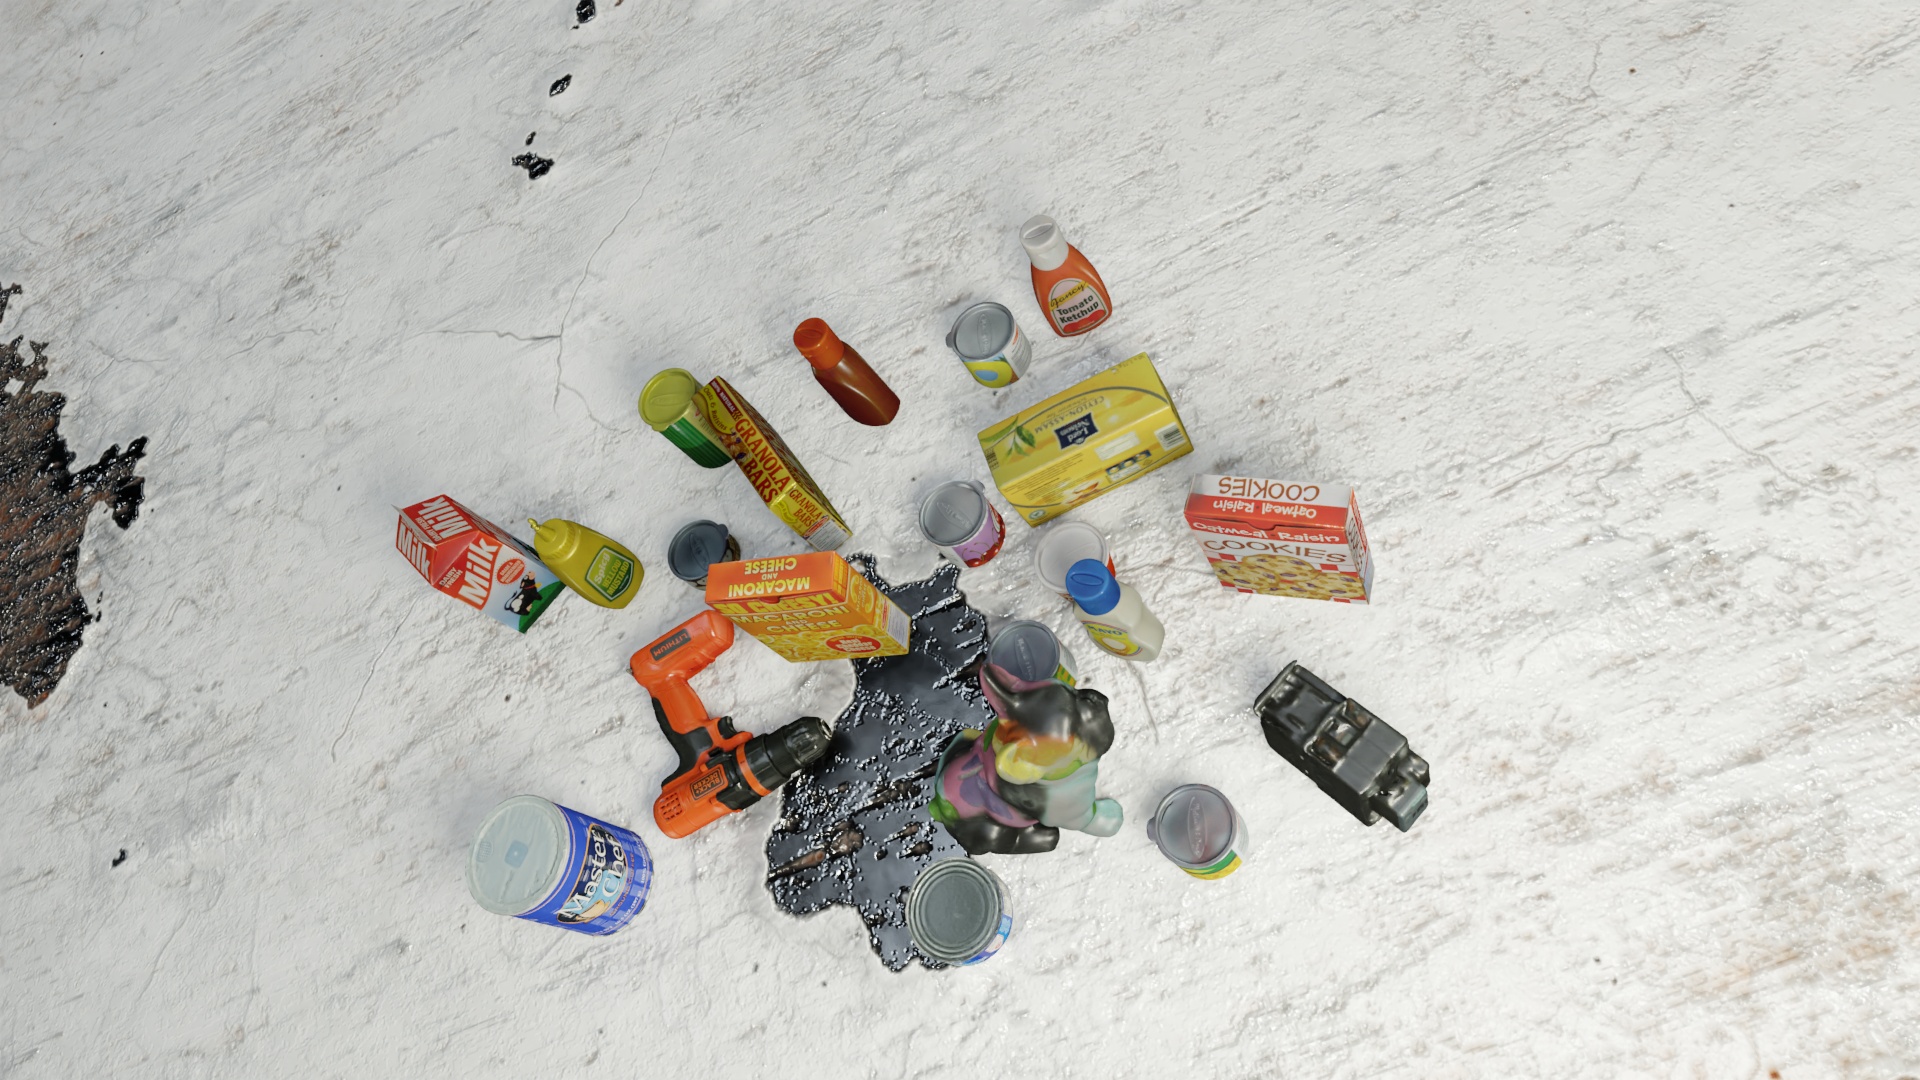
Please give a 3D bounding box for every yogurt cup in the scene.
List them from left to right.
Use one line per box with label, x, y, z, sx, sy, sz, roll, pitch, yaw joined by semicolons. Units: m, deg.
yogurt cup;0.104;0.023;1.229;0.072;0.054;0.072;-9;64;19

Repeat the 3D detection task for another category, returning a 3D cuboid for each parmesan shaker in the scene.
parmesan shaker;-0.274;-0.121;1.420;0.071;0.103;0.071;-9;64;19

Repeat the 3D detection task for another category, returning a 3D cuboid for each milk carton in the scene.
milk carton;-0.489;0.019;1.392;0.072;0.190;0.073;37;85;31

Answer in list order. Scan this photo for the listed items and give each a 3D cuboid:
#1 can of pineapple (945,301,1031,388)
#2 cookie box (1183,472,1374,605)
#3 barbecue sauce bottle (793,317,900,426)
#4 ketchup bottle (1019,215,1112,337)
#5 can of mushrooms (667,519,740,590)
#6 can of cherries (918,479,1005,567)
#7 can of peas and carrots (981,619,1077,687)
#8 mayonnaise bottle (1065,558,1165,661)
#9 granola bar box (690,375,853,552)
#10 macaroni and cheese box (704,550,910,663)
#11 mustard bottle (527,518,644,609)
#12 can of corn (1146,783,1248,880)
can of pineapple;0.029;-0.190;1.355;0.071;0.057;0.071;-9;64;19
cookie box;0.258;0.002;1.110;0.123;0.167;0.040;5;70;24
barbecue sauce bottle;-0.114;-0.163;1.348;0.065;0.148;0.044;17;75;28
ketchup bottle;0.094;-0.249;1.302;0.064;0.148;0.044;-24;60;11
can of mushrooms;-0.254;0.014;1.391;0.071;0.033;0.071;-9;64;18
can of cherries;0.005;-0.016;1.285;0.071;0.058;0.072;-9;64;19
can of peas and carrots;0.061;0.110;1.204;0.071;0.058;0.071;-9;64;19
mayonnaise bottle;0.124;0.058;1.150;0.065;0.147;0.041;10;72;26
granola bar box;-0.182;-0.072;1.348;0.039;0.124;0.166;-40;59;2
macaroni and cheese box;-0.133;0.063;1.241;0.123;0.166;0.040;-7;65;20
mustard bottle;-0.374;0.016;1.364;0.049;0.160;0.065;19;75;28
can of corn;0.188;0.231;1.097;0.071;0.058;0.071;-9;64;19
